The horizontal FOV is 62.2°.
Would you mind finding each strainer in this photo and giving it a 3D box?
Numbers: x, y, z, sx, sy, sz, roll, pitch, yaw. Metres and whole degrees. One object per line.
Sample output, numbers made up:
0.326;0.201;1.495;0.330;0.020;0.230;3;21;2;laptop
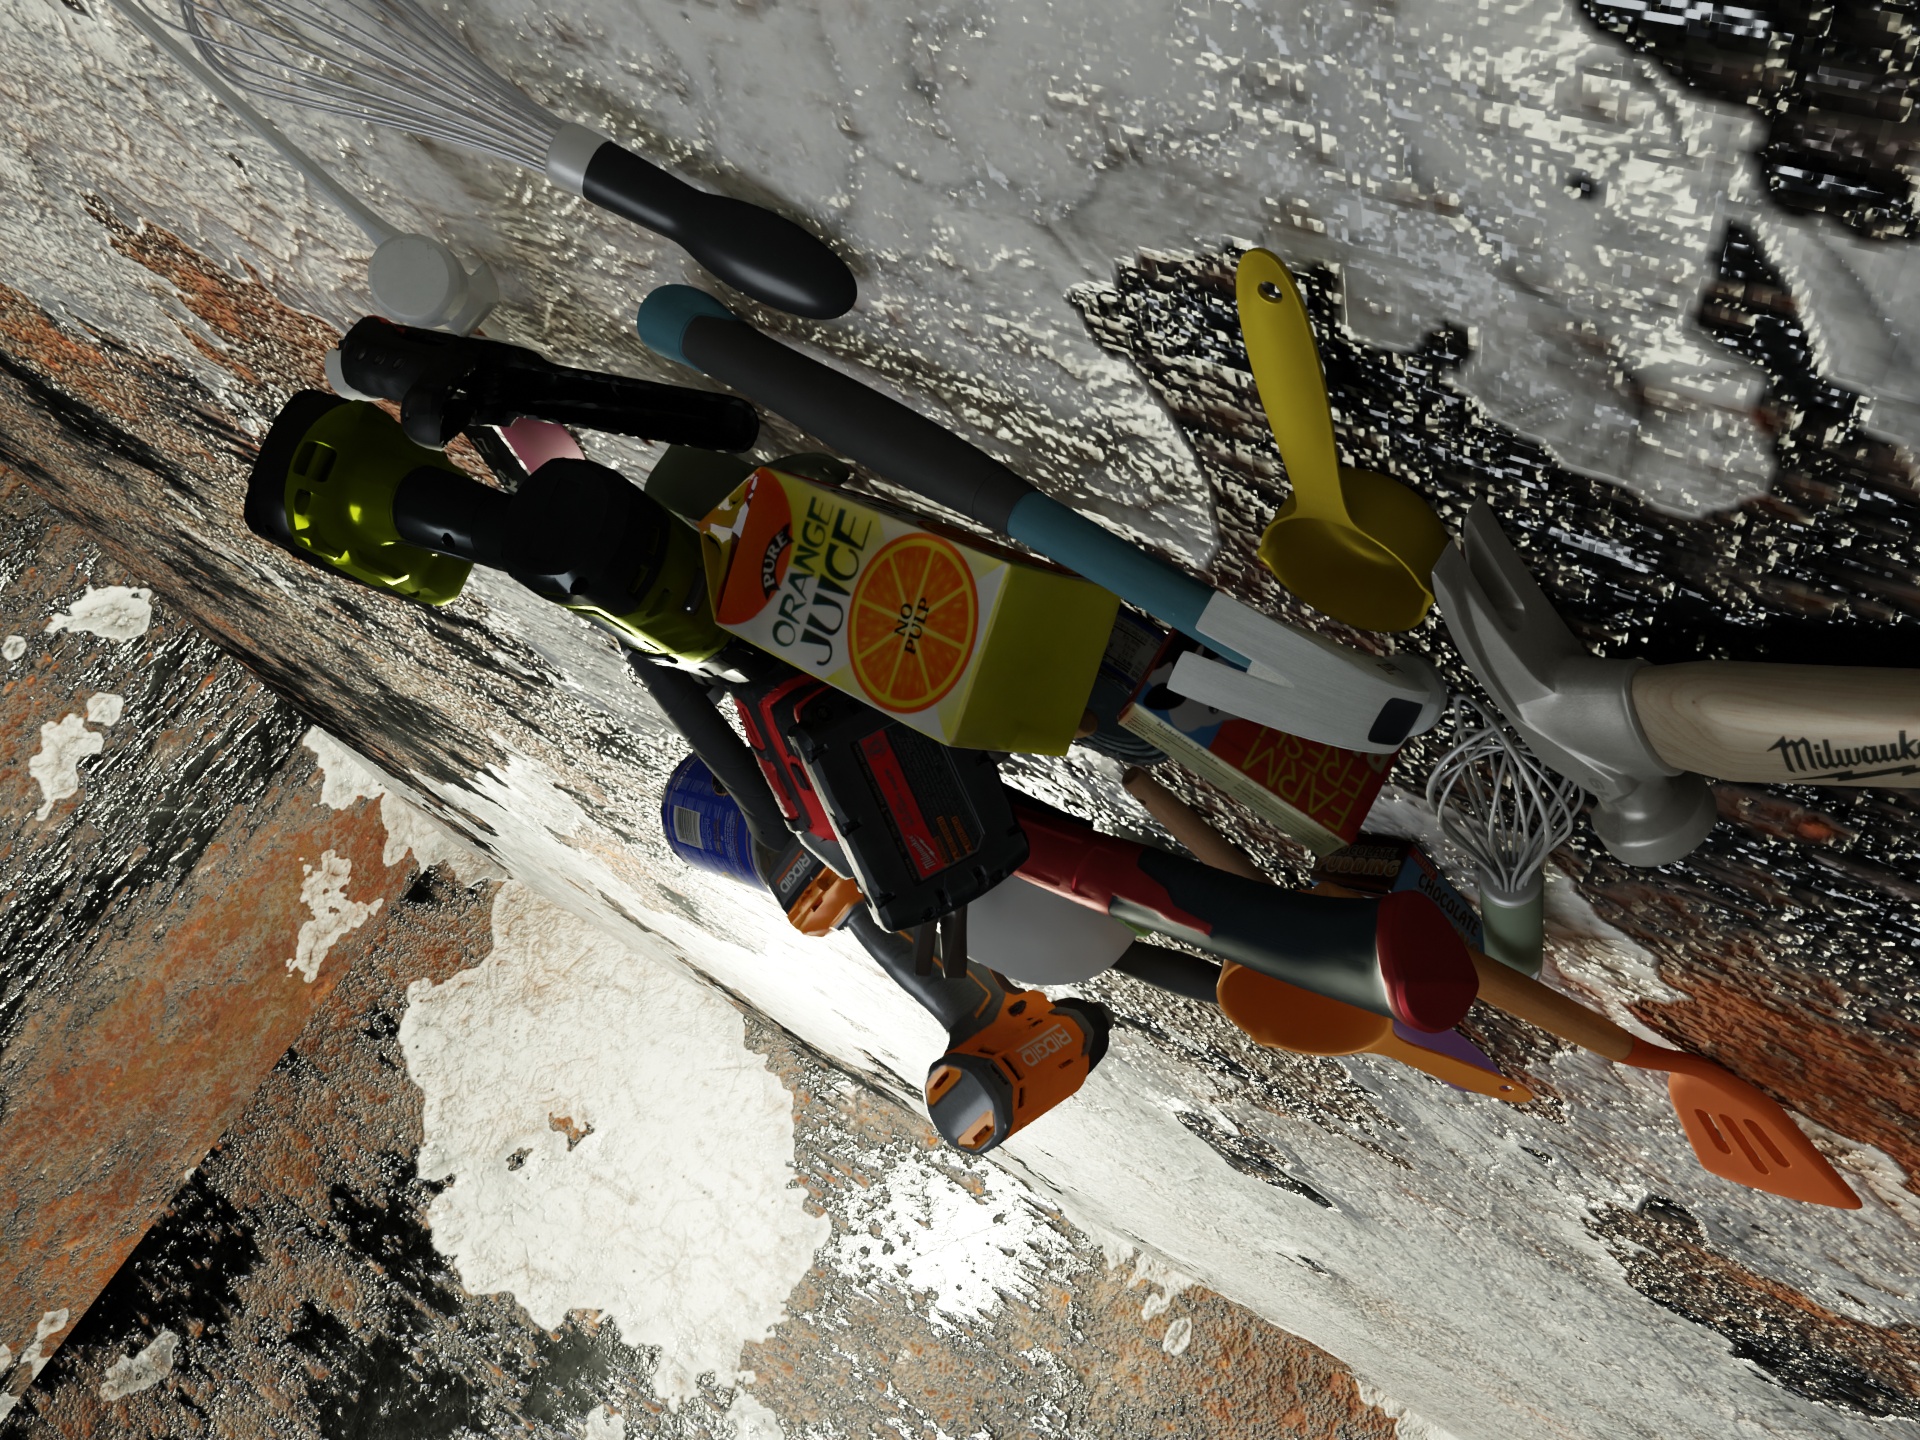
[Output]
-0.013;0.095;0.946;0.256;0.069;0.151;24;172;5;strainer

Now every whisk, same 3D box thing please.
0.087;0.151;1.077;0.239;0.055;0.055;13;153;37;whisk
0.218;0.059;0.631;0.059;0.058;0.246;63;-177;34;whisk
-0.162;-0.214;0.564;0.284;0.070;0.070;28;161;2;whisk

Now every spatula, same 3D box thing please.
0.269;0.142;0.692;0.322;0.041;0.081;27;166;-25;spatula
0.195;0.121;0.856;0.315;0.018;0.060;40;154;-23;spatula

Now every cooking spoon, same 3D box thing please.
-0.239;-0.118;0.981;0.069;0.017;0.318;30;160;12;cooking spoon

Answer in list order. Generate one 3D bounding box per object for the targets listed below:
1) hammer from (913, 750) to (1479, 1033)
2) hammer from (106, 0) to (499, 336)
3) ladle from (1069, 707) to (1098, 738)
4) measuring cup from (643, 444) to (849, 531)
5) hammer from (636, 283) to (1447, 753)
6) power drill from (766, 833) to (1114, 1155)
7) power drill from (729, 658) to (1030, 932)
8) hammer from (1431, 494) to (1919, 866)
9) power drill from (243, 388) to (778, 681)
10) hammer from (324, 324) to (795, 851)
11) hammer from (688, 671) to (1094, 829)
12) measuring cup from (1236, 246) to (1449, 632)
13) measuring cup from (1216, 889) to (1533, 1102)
0.076;0.087;0.705;0.038;0.143;0.386;8;-178;-26;hammer
-0.351;-0.300;0.640;0.405;0.035;0.144;41;-177;-10;hammer
-0.001;-0.002;0.782;0.315;0.031;0.069;3;111;71;ladle
-0.100;-0.101;0.755;0.083;0.038;0.168;42;162;-24;measuring cup
0.014;-0.080;0.574;0.331;0.033;0.128;32;-164;22;hammer
-0.002;0.152;1.022;0.227;0.164;0.084;51;126;17;power drill
-0.050;0.034;0.811;0.143;0.078;0.220;66;164;-10;power drill
0.299;-0.001;0.348;0.146;0.038;0.411;45;158;-28;hammer
-0.207;-0.080;0.773;0.228;0.080;0.190;17;172;23;power drill
-0.194;-0.059;0.929;0.149;0.036;0.408;5;141;39;hammer
-0.067;0.006;0.979;0.335;0.035;0.146;25;161;23;hammer
0.110;-0.084;0.470;0.062;0.029;0.156;20;155;36;measuring cup
0.217;0.143;0.816;0.173;0.052;0.095;23;142;-6;measuring cup
